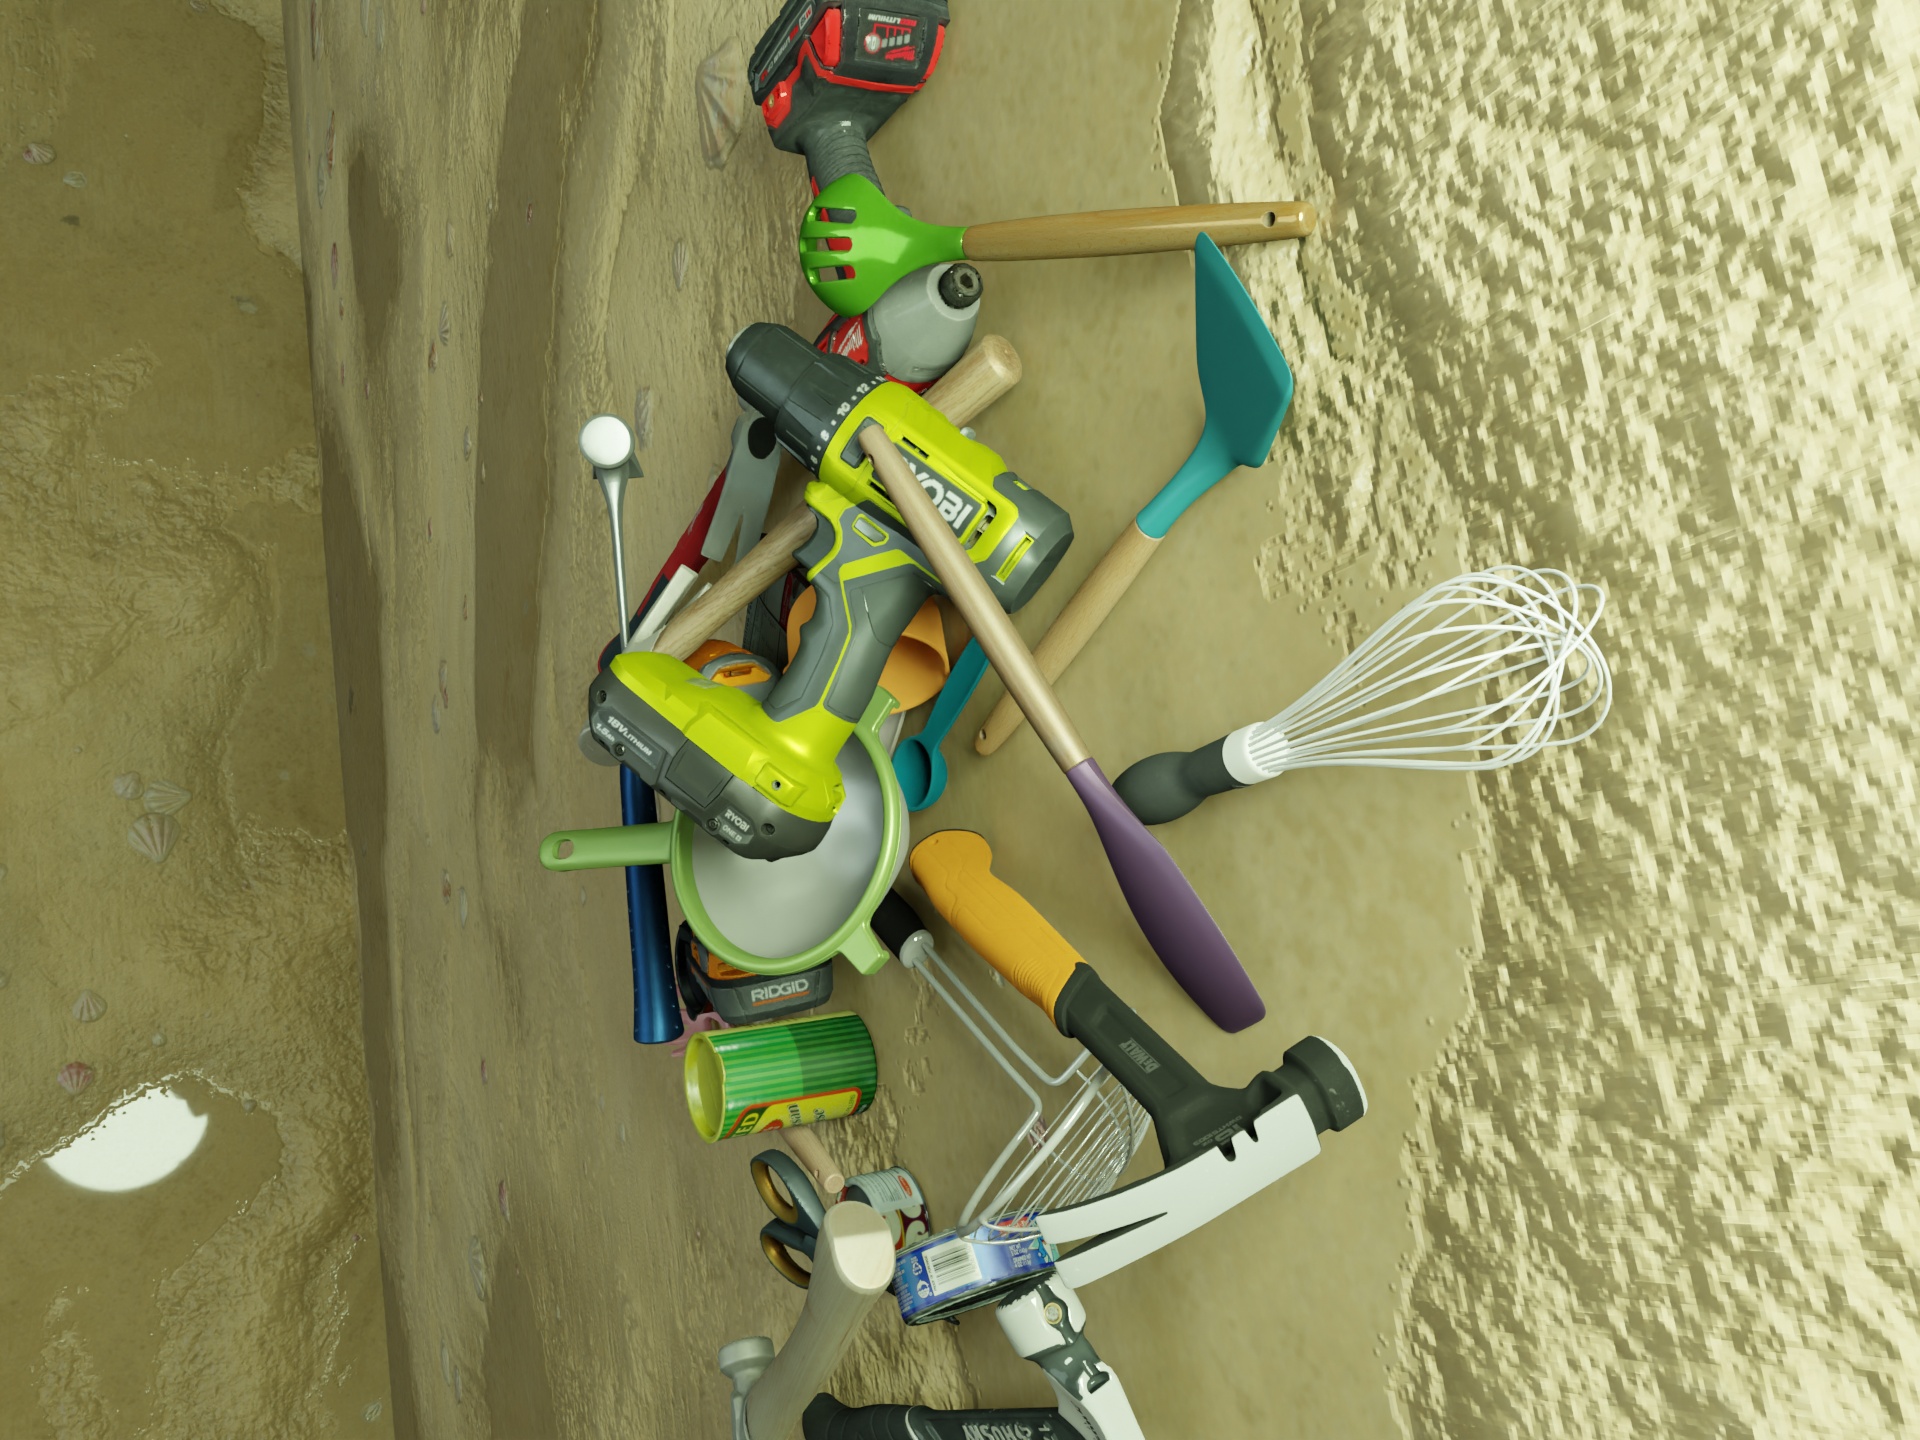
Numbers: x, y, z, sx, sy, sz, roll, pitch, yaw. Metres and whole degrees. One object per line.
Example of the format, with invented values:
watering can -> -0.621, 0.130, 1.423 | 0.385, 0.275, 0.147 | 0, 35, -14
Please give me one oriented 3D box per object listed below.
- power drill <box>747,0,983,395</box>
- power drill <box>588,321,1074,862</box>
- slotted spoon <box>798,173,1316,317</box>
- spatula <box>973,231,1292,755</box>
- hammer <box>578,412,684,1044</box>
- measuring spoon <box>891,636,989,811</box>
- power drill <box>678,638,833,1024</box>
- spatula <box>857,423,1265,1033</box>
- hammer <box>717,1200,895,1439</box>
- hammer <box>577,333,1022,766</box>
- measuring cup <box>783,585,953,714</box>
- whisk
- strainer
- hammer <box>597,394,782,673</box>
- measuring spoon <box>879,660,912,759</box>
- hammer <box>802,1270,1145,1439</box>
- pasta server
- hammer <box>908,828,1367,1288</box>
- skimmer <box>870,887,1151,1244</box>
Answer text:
power drill -> -0.045, -0.284, 0.863 | 0.143, 0.078, 0.220 | -21, 76, 59
power drill -> -0.081, -0.065, 0.787 | 0.190, 0.080, 0.228 | 37, 101, 8
slotted spoon -> 0.024, -0.221, 0.723 | 0.314, 0.031, 0.070 | 13, 108, 43
spatula -> 0.064, -0.073, 0.718 | 0.317, 0.044, 0.082 | -55, 50, 48
hammer -> -0.215, 0.009, 1.049 | 0.144, 0.035, 0.405 | -152, 58, -79
measuring spoon -> -0.001, -0.003, 0.870 | 0.128, 0.021, 0.042 | -61, 43, 29
power drill -> -0.144, 0.060, 1.013 | 0.164, 0.084, 0.226 | -156, 58, -68
spatula -> 0.038, -0.001, 0.704 | 0.316, 0.018, 0.059 | 58, 154, 11
hammer -> -0.090, 0.381, 0.910 | 0.410, 0.038, 0.146 | 112, 149, -52
hammer -> -0.092, -0.101, 0.880 | 0.331, 0.031, 0.130 | -36, 26, 30
measuring cup -> -0.064, -0.024, 0.910 | 0.173, 0.095, 0.052 | 121, 147, -56
whisk -> 0.130, 0.006, 0.602 | 0.284, 0.070, 0.070 | -30, 67, 62
strainer -> -0.126, 0.071, 0.898 | 0.256, 0.069, 0.151 | -7, 74, 32
hammer -> -0.207, -0.095, 1.155 | 0.386, 0.038, 0.143 | -41, 35, 57
measuring spoon -> -0.042, 0.023, 0.942 | 0.034, 0.018, 0.124 | 37, 117, 47
hammer -> -0.006, 0.389, 0.862 | 0.149, 0.036, 0.409 | 59, 148, 9
pasta server -> -0.145, 0.245, 1.080 | 0.316, 0.040, 0.060 | 24, 106, 63
hammer -> 0.035, 0.119, 0.706 | 0.034, 0.127, 0.337 | 67, 168, -21
skimmer -> -0.016, 0.135, 0.825 | 0.127, 0.090, 0.364 | -51, 35, 1
